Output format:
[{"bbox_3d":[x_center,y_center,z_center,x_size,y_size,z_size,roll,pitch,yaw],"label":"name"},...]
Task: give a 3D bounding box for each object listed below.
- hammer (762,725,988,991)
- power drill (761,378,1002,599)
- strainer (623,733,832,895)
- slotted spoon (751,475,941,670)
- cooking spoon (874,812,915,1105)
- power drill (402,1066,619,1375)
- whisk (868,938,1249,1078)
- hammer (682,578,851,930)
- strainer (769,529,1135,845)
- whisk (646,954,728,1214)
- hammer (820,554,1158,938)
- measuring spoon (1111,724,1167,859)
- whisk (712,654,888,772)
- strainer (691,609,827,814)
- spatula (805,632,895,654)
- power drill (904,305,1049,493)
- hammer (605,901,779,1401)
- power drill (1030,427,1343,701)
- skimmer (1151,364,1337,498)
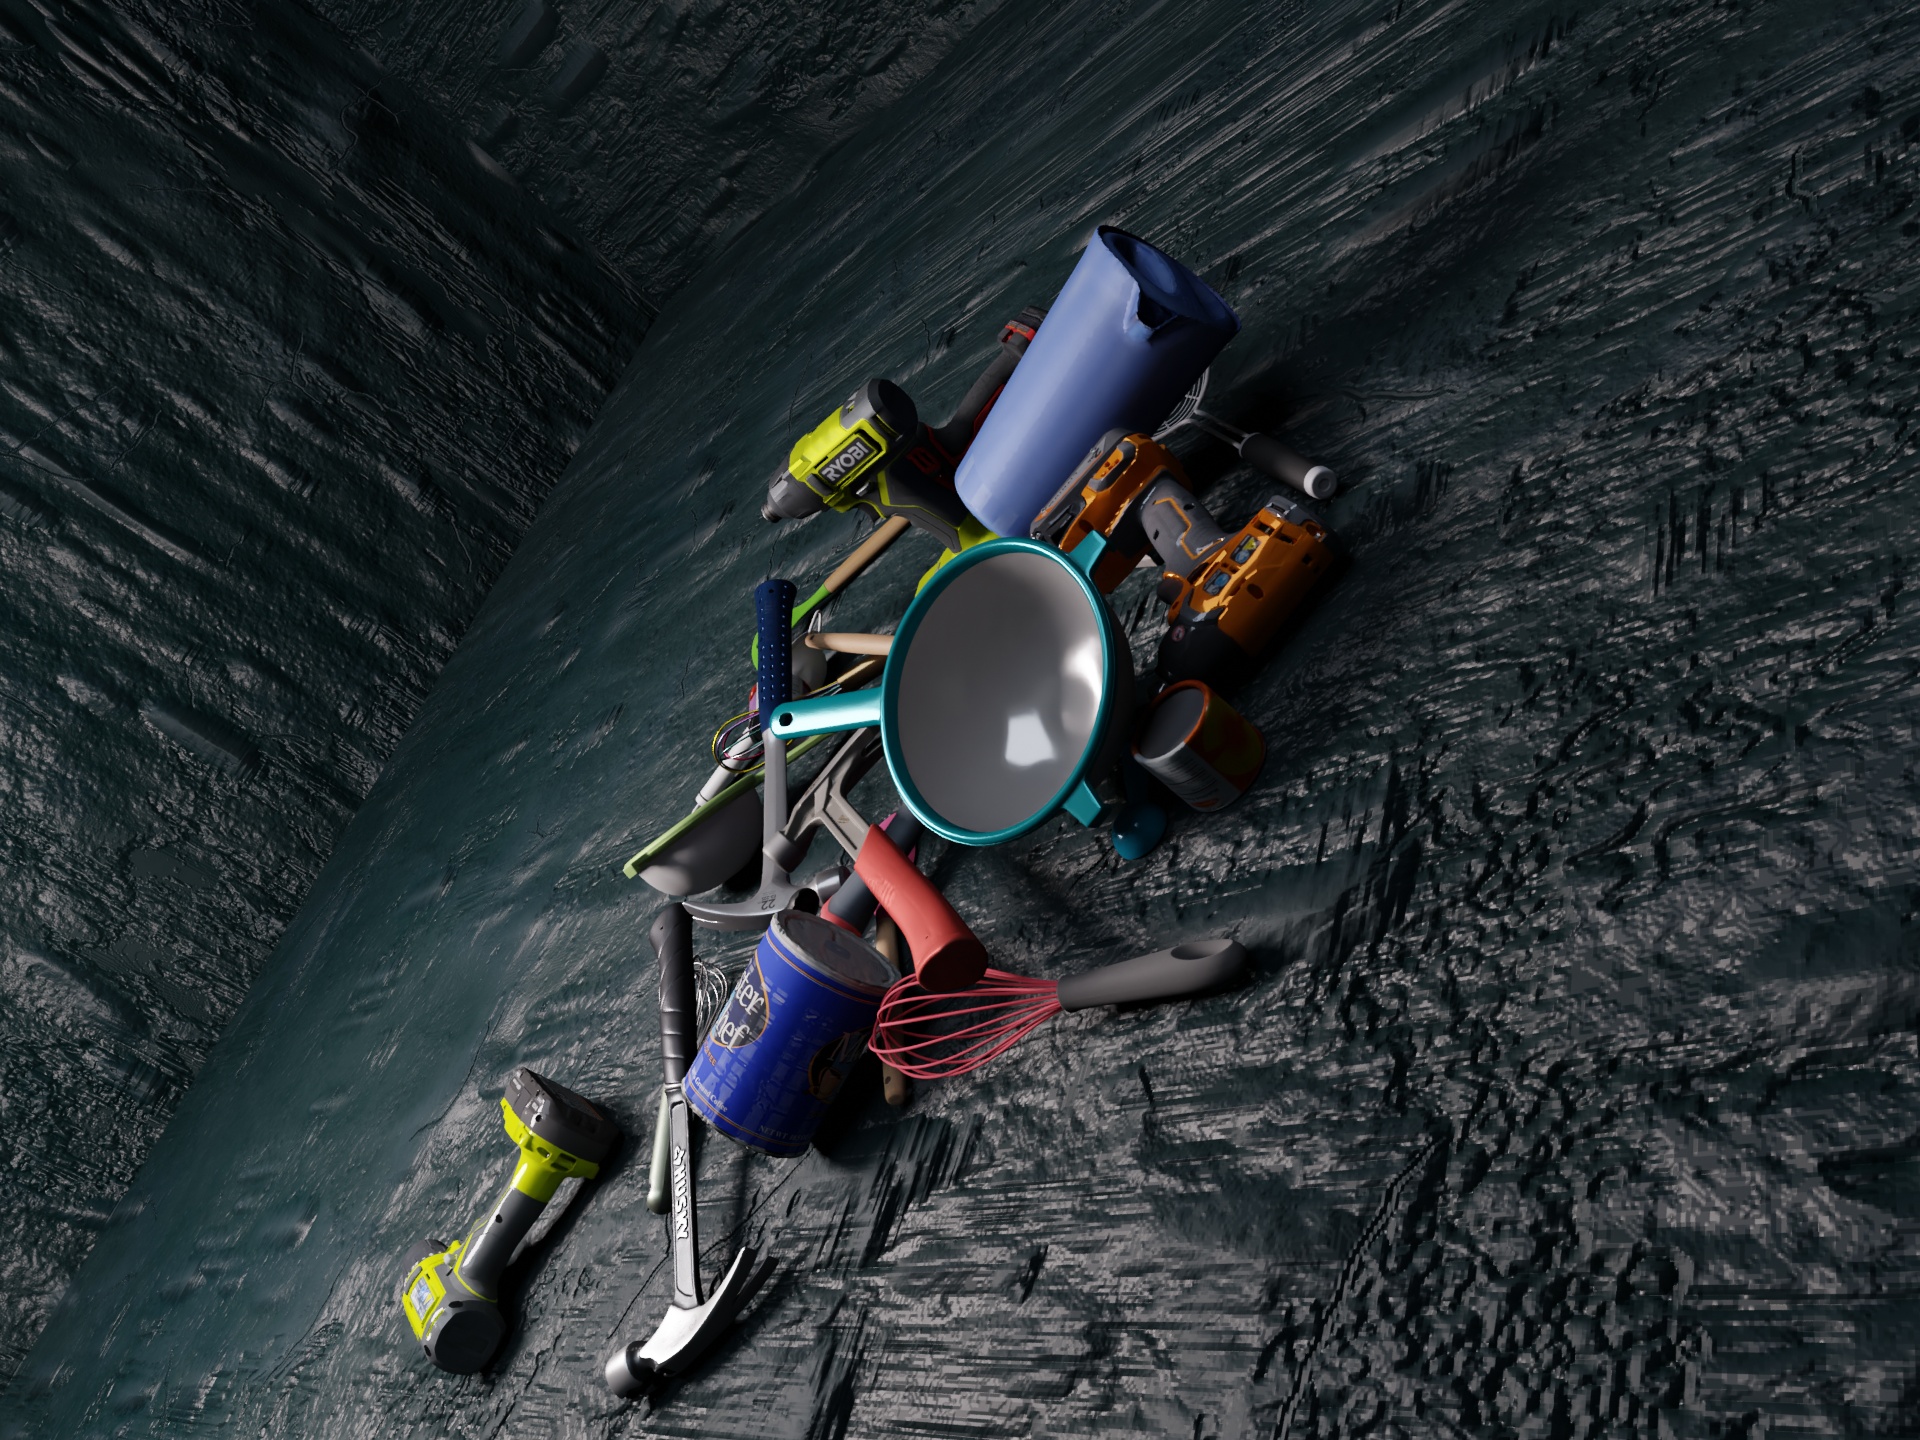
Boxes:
[{"bbox_3d":[-0.049,0.097,1.137,0.149,0.036,0.359,-50,24,-2],"label":"hammer"},{"bbox_3d":[-0.054,-0.179,1.417,0.171,0.223,0.080,-35,30,31],"label":"power drill"},{"bbox_3d":[-0.193,0.090,1.498,0.256,0.069,0.151,-35,0,-5],"label":"strainer"},{"bbox_3d":[-0.127,-0.164,1.749,0.313,0.031,0.070,-40,28,20],"label":"slotted spoon"},{"bbox_3d":[-0.055,0.170,1.203,0.068,0.017,0.319,-43,26,20],"label":"cooking spoon"},{"bbox_3d":[-0.404,0.425,1.380,0.228,0.080,0.191,-60,27,-11],"label":"power drill"},{"bbox_3d":[0.052,0.173,0.984,0.296,0.073,0.073,-20,39,38],"label":"whisk"},{"bbox_3d":[-0.173,0.020,1.437,0.144,0.035,0.406,-16,45,10],"label":"hammer"},{"bbox_3d":[0.002,-0.008,1.145,0.340,0.095,0.211,-8,76,44],"label":"strainer"},{"bbox_3d":[-0.229,0.293,1.306,0.247,0.059,0.057,-91,9,-48],"label":"whisk"},{"bbox_3d":[0.016,0.008,1.253,0.143,0.038,0.386,2,55,58],"label":"hammer"},{"bbox_3d":[0.115,0.042,1.085,0.042,0.021,0.129,-37,30,27],"label":"measuring spoon"},{"bbox_3d":[-0.132,-0.025,1.506,0.245,0.051,0.047,-31,67,9],"label":"whisk"},{"bbox_3d":[-0.202,0.003,1.638,0.258,0.050,0.087,-53,-16,13],"label":"strainer"},{"bbox_3d":[-0.060,-0.075,1.429,0.318,0.044,0.082,6,61,53],"label":"spatula"},{"bbox_3d":[0.038,-0.271,1.501,0.219,0.143,0.079,-44,30,0],"label":"power drill"},{"bbox_3d":[-0.212,0.294,1.216,0.149,0.036,0.409,-41,36,21],"label":"hammer"},{"bbox_3d":[0.146,-0.109,1.136,0.164,0.084,0.227,-51,39,2],"label":"power drill"},{"bbox_3d":[0.188,-0.249,1.265,0.127,0.090,0.364,-48,26,7],"label":"skimmer"}]
